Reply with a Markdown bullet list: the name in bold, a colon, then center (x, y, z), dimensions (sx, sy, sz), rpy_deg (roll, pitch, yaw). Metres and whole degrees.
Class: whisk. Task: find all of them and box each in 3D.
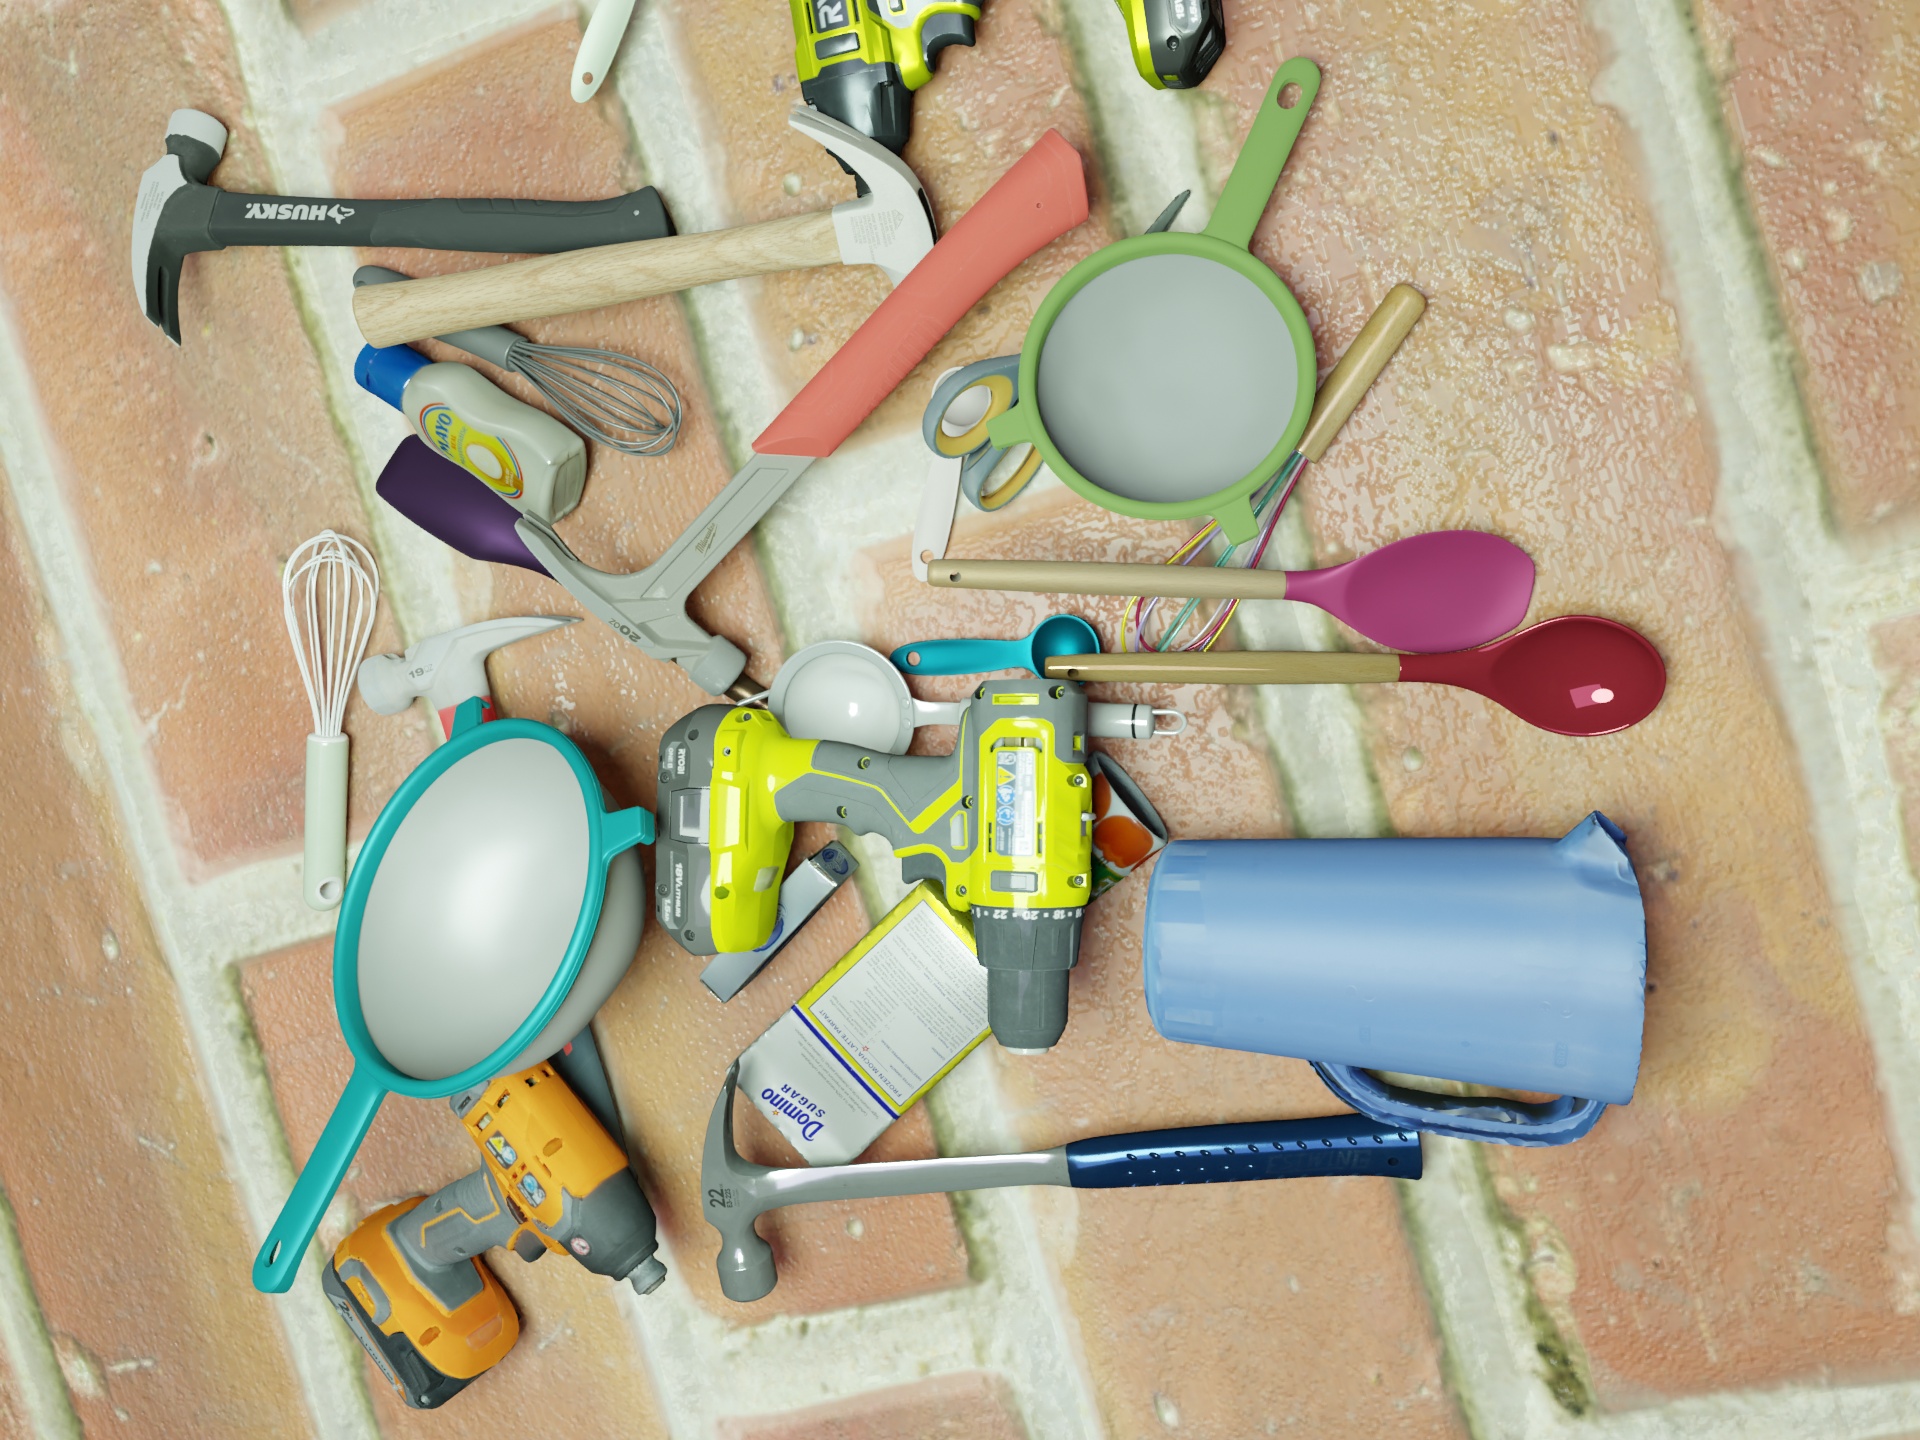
- **whisk**: center (-0.263, -0.218, 0.937), dimensions (0.239, 0.055, 0.055), rpy_deg (27, 102, 13)
- **whisk**: center (0.165, -0.126, 0.847), dimensions (0.047, 0.051, 0.245), rpy_deg (37, 101, 12)
- **whisk**: center (-0.399, 0.003, 1.002), dimensions (0.059, 0.057, 0.246), rpy_deg (18, 107, 46)

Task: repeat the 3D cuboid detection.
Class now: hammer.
- **hammer**: center (-0.074, -0.178, 0.856), dimensions (0.149, 0.037, 0.359), rpy_deg (41, 106, -17)
- **hammer**: center (0.050, 0.247, 0.896), dimensions (0.405, 0.035, 0.144), rpy_deg (-6, 106, 7)
- **hammer**: center (-0.178, -0.251, 0.876), dimensions (0.331, 0.031, 0.130), rpy_deg (-7, 123, 9)
- **hammer**: center (-0.327, -0.287, 0.932), dimensions (0.335, 0.035, 0.146), rpy_deg (4, 73, 9)
- **hammer**: center (-0.249, 0.129, 0.981), dimensions (0.143, 0.038, 0.386), rpy_deg (-16, 93, 13)

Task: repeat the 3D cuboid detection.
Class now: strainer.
- **strainer**: center (0.130, -0.221, 0.839), dimensions (0.151, 0.069, 0.256), rpy_deg (23, 86, 10)
- **strainer**: center (-0.277, 0.168, 0.892), dimensions (0.211, 0.095, 0.340), rpy_deg (26, 88, 40)
- **strainer**: center (-0.001, -0.003, 0.892), dimensions (0.258, 0.050, 0.087), rpy_deg (3, 105, 17)

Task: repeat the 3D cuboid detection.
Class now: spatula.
- **spatula**: center (-0.218, -0.079, 0.957), dimensions (0.316, 0.018, 0.060), rpy_deg (34, 90, 8)

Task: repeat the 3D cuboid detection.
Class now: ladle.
- **ladle**: center (0.202, -0.026, 0.830), dimensions (0.315, 0.031, 0.069), rpy_deg (1, 117, 3)

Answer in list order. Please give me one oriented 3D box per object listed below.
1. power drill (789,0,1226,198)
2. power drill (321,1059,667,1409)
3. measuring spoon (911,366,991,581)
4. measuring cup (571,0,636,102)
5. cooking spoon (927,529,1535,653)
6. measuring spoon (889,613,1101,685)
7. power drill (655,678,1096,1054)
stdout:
- **power drill**: center (0.020, -0.377, 0.834), dimensions (0.223, 0.080, 0.171), rpy_deg (-6, 100, 18)
- **power drill**: center (-0.277, 0.319, 0.963), dimensions (0.164, 0.084, 0.226), rpy_deg (48, 117, 11)
- **measuring spoon**: center (-0.008, -0.139, 0.903), dimensions (0.034, 0.018, 0.124), rpy_deg (17, 107, 11)
- **measuring cup**: center (-0.174, -0.424, 0.895), dimensions (0.083, 0.038, 0.167), rpy_deg (32, 105, 8)
- **cooking spoon**: center (0.142, -0.072, 0.823), dimensions (0.319, 0.017, 0.068), rpy_deg (1, 115, -5)
- **measuring spoon**: center (0.021, -0.038, 0.908), dimensions (0.128, 0.021, 0.042), rpy_deg (-1, 96, 23)
- **power drill**: center (-0.041, 0.074, 0.843), dimensions (0.228, 0.080, 0.190), rpy_deg (0, 88, 17)
